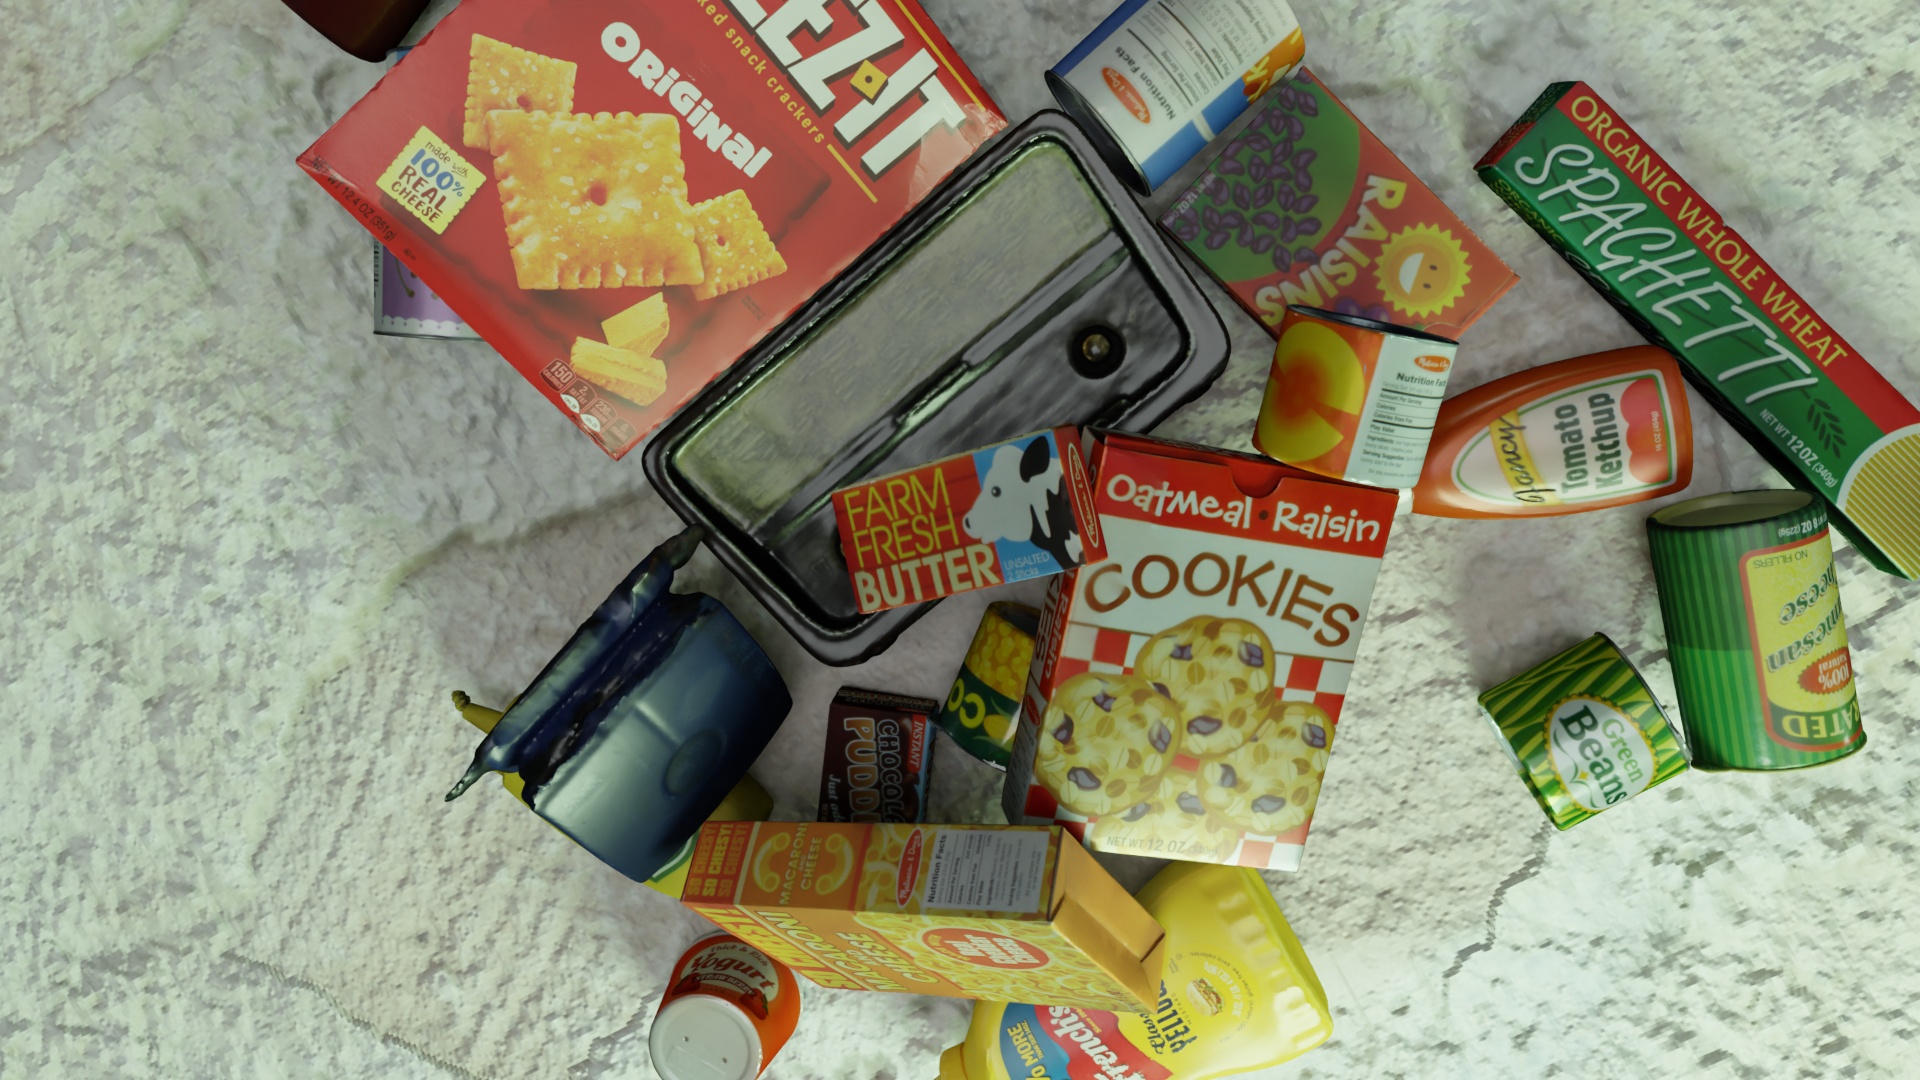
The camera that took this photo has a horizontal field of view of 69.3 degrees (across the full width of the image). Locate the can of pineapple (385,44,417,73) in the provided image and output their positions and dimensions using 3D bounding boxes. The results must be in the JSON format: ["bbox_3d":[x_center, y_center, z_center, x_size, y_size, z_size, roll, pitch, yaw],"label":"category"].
[{"bbox_3d":[-0.209,-0.179,0.600,0.071,0.071,0.057,0,100,6],"label":"can of pineapple"}]

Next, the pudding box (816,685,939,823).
[{"bbox_3d":[-0.039,0.114,0.644,0.050,0.030,0.083,8,100,4],"label":"pudding box"}]

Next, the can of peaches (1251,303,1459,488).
[{"bbox_3d":[0.151,-0.057,0.540,0.071,0.071,0.058,13,105,4],"label":"can of peaches"}]

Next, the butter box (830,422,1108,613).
[{"bbox_3d":[0.002,-0.007,0.530,0.103,0.024,0.053,-14,90,30],"label":"butter box"}]

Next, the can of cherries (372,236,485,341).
[{"bbox_3d":[-0.220,-0.118,0.612,0.071,0.071,0.058,4,98,6],"label":"can of cherries"}]

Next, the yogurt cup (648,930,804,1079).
[{"bbox_3d":[-0.113,0.228,0.658,0.072,0.054,0.072,1,99,7],"label":"yogurt cup"}]

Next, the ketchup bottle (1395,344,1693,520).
[{"bbox_3d":[0.223,-0.037,0.585,0.149,0.044,0.064,-12,104,9],"label":"ketchup bottle"}]

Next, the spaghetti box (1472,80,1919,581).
[{"bbox_3d":[0.319,-0.086,0.574,0.250,0.029,0.050,44,100,-2],"label":"spaghetti box"}]

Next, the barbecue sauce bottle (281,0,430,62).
[{"bbox_3d":[-0.236,-0.284,0.599,0.065,0.044,0.148,41,100,-1],"label":"barbecue sauce bottle"}]

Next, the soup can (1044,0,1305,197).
[{"bbox_3d":[0.086,-0.192,0.565,0.083,0.071,0.071,-41,93,6],"label":"soup can"}]

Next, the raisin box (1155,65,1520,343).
[{"bbox_3d":[0.155,-0.122,0.582,0.123,0.040,0.086,44,100,-2],"label":"raisin box"}]

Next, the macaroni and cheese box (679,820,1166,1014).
[{"bbox_3d":[-0.013,0.158,0.584,0.166,0.123,0.040,-5,56,27],"label":"macaroni and cheese box"}]

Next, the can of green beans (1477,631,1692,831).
[{"bbox_3d":[0.262,0.081,0.587,0.058,0.071,0.071,-31,94,10],"label":"can of green beans"}]

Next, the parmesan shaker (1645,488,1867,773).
[{"bbox_3d":[0.324,0.036,0.571,0.071,0.071,0.103,-13,97,8],"label":"parmesan shaker"}]

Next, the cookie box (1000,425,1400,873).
[{"bbox_3d":[0.094,0.046,0.559,0.123,0.040,0.167,9,103,-12],"label":"cookie box"}]

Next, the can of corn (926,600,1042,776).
[{"bbox_3d":[0.029,0.065,0.610,0.071,0.071,0.058,24,100,2],"label":"can of corn"}]

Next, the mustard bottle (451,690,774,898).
[{"bbox_3d":[-0.170,0.111,0.649,0.160,0.049,0.065,25,97,2],"label":"mustard bottle"}]
